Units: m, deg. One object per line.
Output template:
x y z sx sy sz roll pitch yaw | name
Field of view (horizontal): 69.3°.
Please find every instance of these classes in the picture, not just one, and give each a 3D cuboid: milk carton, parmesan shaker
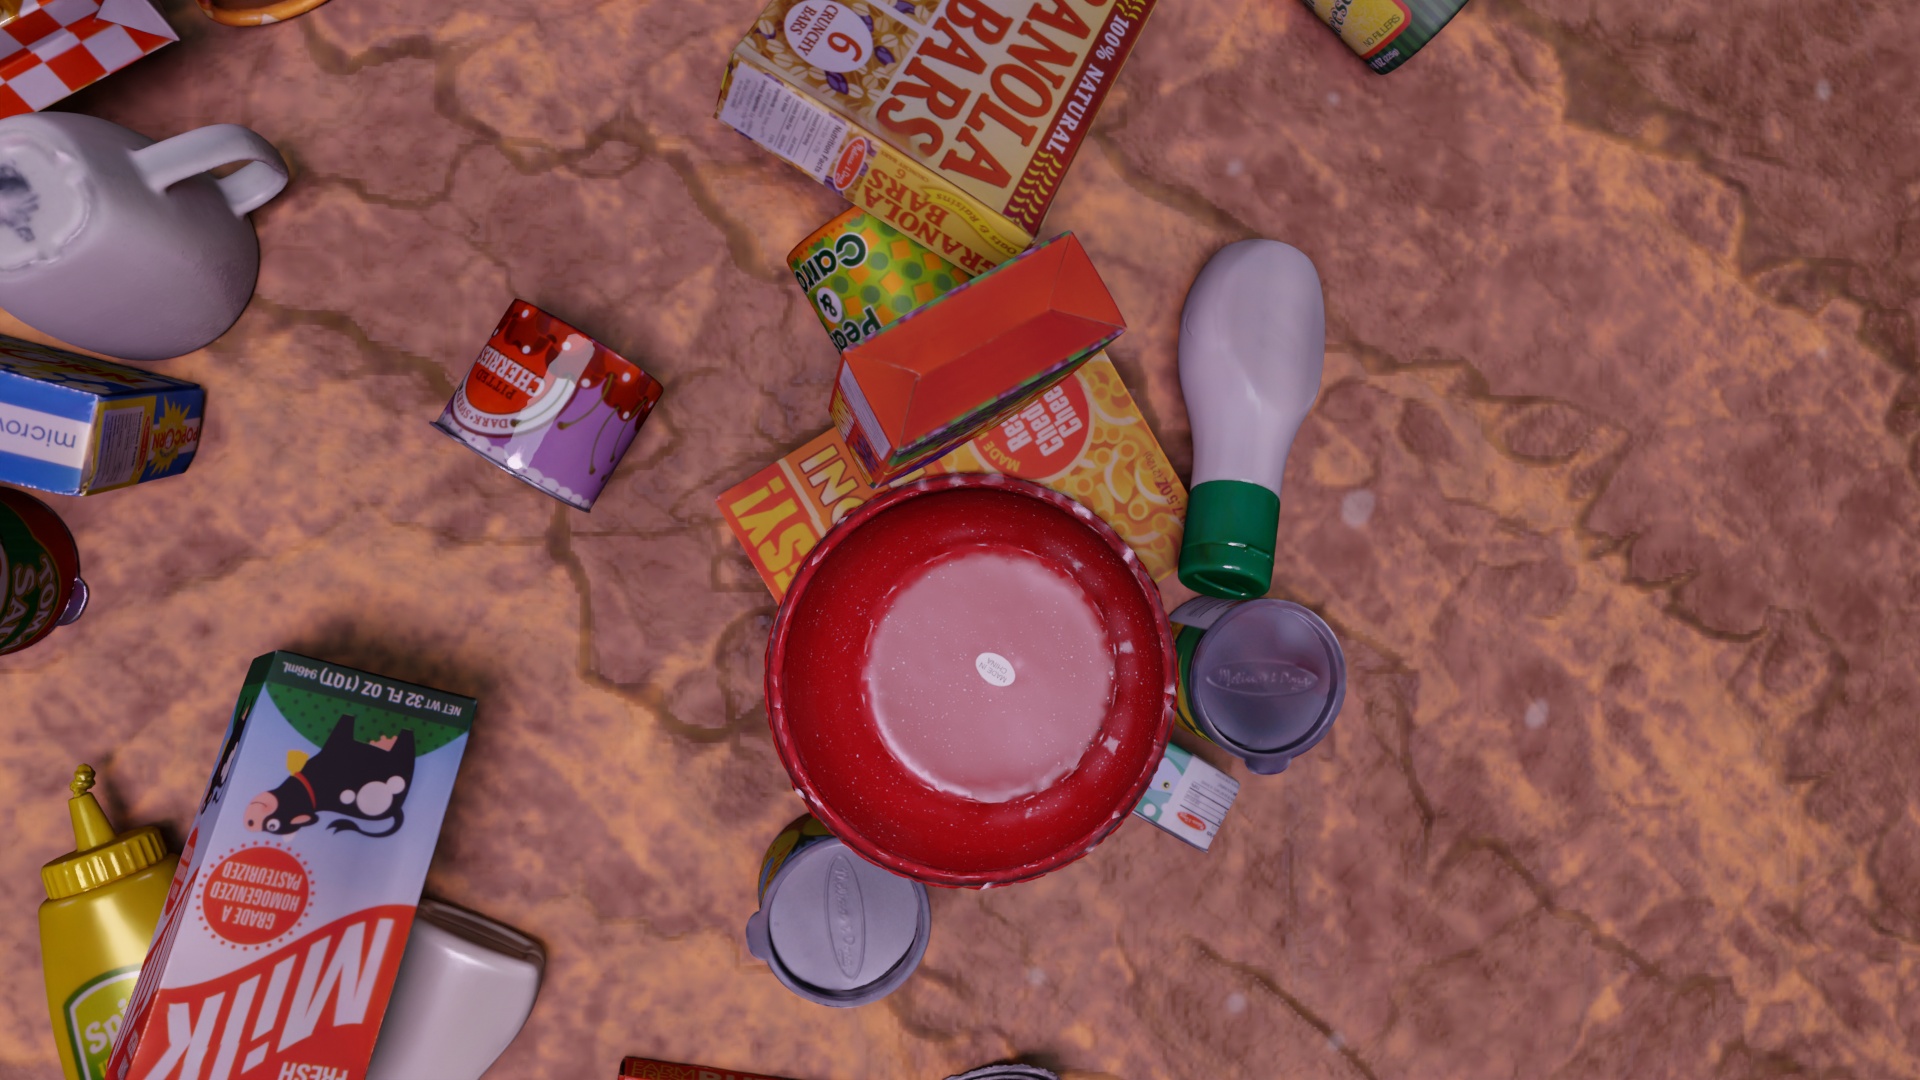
-0.239 0.140 0.486 0.072 0.073 0.191 20 72 -29 | milk carton
0.166 -0.256 0.584 0.103 0.071 0.071 40 84 -8 | parmesan shaker

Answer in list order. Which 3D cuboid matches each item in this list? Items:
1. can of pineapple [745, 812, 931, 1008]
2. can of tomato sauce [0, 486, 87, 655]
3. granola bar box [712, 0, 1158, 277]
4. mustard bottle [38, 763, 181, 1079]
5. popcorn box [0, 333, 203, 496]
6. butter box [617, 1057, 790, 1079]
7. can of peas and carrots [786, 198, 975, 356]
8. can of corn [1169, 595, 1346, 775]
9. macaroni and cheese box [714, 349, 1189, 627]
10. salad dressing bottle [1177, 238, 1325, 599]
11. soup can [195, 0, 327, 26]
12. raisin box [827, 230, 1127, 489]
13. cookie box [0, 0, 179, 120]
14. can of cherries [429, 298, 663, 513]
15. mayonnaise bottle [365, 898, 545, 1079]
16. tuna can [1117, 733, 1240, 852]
-0.050 0.145 0.557 0.071 0.058 0.071 0 90 -10 | can of pineapple
-0.364 0.014 0.490 0.071 0.083 0.071 0 91 -9 | can of tomato sauce
-0.001 -0.195 0.538 0.124 0.039 0.166 30 60 -9 | granola bar box
-0.306 0.161 0.518 0.065 0.049 0.160 -19 94 -14 | mustard bottle
-0.350 -0.052 0.489 0.127 0.085 0.038 15 97 -10 | popcorn box
-0.093 0.247 0.567 0.103 0.024 0.053 12 89 -9 | butter box
-0.029 -0.102 0.553 0.071 0.071 0.058 -30 95 -8 | can of peas and carrots
0.119 0.058 0.585 0.071 0.058 0.071 0 91 -10 | can of corn
0.002 -0.007 0.574 0.167 0.040 0.123 -31 94 -9 | macaroni and cheese box
0.116 -0.050 0.568 0.064 0.044 0.148 22 66 -26 | salad dressing bottle
-0.273 -0.243 0.513 0.071 0.071 0.083 -30 96 -8 | soup can
0.001 -0.059 0.490 0.086 0.123 0.040 -30 91 -8 | raisin box
-0.366 -0.211 0.480 0.123 0.040 0.168 -32 72 -8 | cookie box
-0.158 -0.052 0.531 0.071 0.071 0.058 31 86 -9 | can of cherries
-0.220 0.219 0.538 0.065 0.041 0.148 26 87 -9 | mayonnaise bottle
0.078 0.098 0.577 0.071 0.071 0.033 30 85 -9 | tuna can
